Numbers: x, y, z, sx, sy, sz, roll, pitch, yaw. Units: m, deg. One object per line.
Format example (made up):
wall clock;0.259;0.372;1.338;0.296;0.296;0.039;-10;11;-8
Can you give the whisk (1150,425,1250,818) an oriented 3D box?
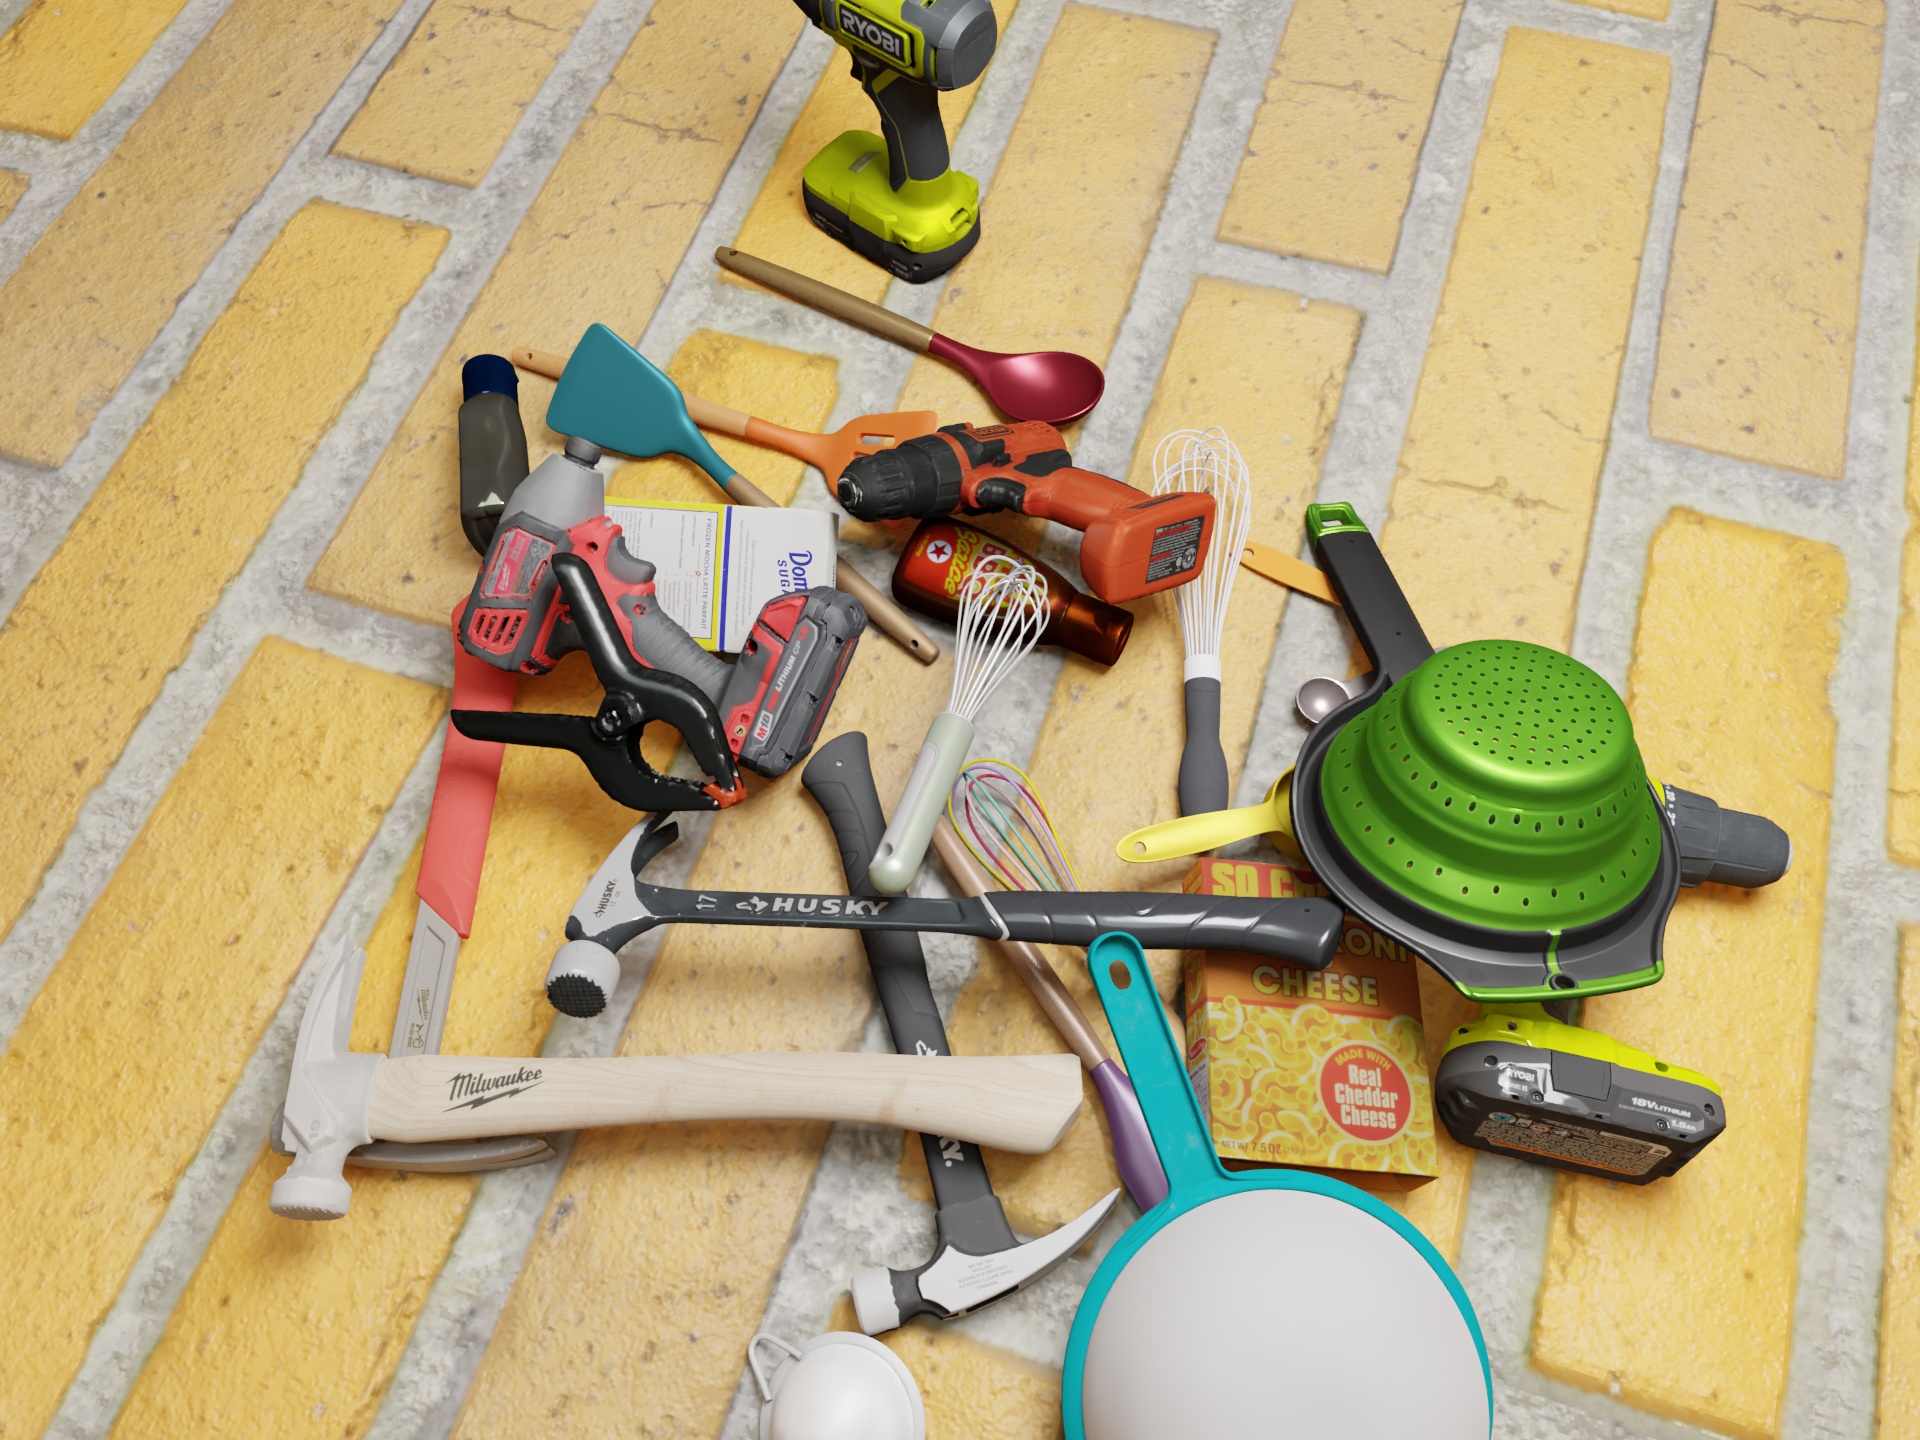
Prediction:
whisk;0.148;-0.059;0.985;0.070;0.070;0.285;3;66;3

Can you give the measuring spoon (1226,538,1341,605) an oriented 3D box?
measuring spoon;0.223;-0.088;1.023;0.117;0.011;0.021;28;66;19

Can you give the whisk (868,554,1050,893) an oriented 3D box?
whisk;-0.001;-0.003;0.895;0.059;0.058;0.246;44;47;-25

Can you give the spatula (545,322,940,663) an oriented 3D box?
spatula;-0.137;-0.137;1.032;0.318;0.044;0.082;40;114;15

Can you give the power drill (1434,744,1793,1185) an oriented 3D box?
power drill;0.352;0.125;0.865;0.190;0.080;0.229;11;58;8

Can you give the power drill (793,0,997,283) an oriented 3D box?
power drill;-0.056;-0.424;1.085;0.171;0.223;0.080;35;68;18

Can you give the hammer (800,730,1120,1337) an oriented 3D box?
hammer;-0.024;0.153;0.885;0.146;0.035;0.335;-15;62;-6

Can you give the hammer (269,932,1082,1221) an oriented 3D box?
hammer;-0.143;0.183;0.832;0.410;0.038;0.146;-1;62;1

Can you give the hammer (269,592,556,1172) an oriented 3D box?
hammer;-0.287;0.079;0.930;0.149;0.036;0.359;1;62;2

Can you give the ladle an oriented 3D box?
ladle;-0.042;-0.275;1.118;0.315;0.031;0.069;26;63;16

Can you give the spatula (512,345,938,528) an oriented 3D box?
spatula;-0.167;-0.208;1.077;0.323;0.041;0.081;19;90;13

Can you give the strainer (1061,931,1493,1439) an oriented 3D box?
strainer;0.135;0.259;0.735;0.211;0.095;0.340;-19;83;-8

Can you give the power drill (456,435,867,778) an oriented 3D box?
power drill;-0.174;-0.066;0.935;0.219;0.078;0.143;24;98;2

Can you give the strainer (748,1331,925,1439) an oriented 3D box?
strainer;-0.007;0.383;0.760;0.258;0.050;0.087;35;86;14

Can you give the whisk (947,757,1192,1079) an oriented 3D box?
whisk;0.073;0.116;0.899;0.047;0.051;0.245;-31;68;-20

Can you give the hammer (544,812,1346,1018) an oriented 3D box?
hammer;-0.003;0.101;0.845;0.409;0.036;0.149;1;36;5

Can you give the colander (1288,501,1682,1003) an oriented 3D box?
colander;0.268;-0.031;0.882;0.204;0.094;0.398;-5;44;-6

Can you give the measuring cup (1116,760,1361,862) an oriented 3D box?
measuring cup;0.157;0.064;0.914;0.156;0.029;0.062;-10;66;-18

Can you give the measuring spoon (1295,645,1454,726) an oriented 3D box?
measuring spoon;0.262;-0.022;0.985;0.124;0.018;0.034;-18;63;-15

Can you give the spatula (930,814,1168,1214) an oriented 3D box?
spatula;0.064;0.168;0.879;0.060;0.018;0.316;-30;69;-16
